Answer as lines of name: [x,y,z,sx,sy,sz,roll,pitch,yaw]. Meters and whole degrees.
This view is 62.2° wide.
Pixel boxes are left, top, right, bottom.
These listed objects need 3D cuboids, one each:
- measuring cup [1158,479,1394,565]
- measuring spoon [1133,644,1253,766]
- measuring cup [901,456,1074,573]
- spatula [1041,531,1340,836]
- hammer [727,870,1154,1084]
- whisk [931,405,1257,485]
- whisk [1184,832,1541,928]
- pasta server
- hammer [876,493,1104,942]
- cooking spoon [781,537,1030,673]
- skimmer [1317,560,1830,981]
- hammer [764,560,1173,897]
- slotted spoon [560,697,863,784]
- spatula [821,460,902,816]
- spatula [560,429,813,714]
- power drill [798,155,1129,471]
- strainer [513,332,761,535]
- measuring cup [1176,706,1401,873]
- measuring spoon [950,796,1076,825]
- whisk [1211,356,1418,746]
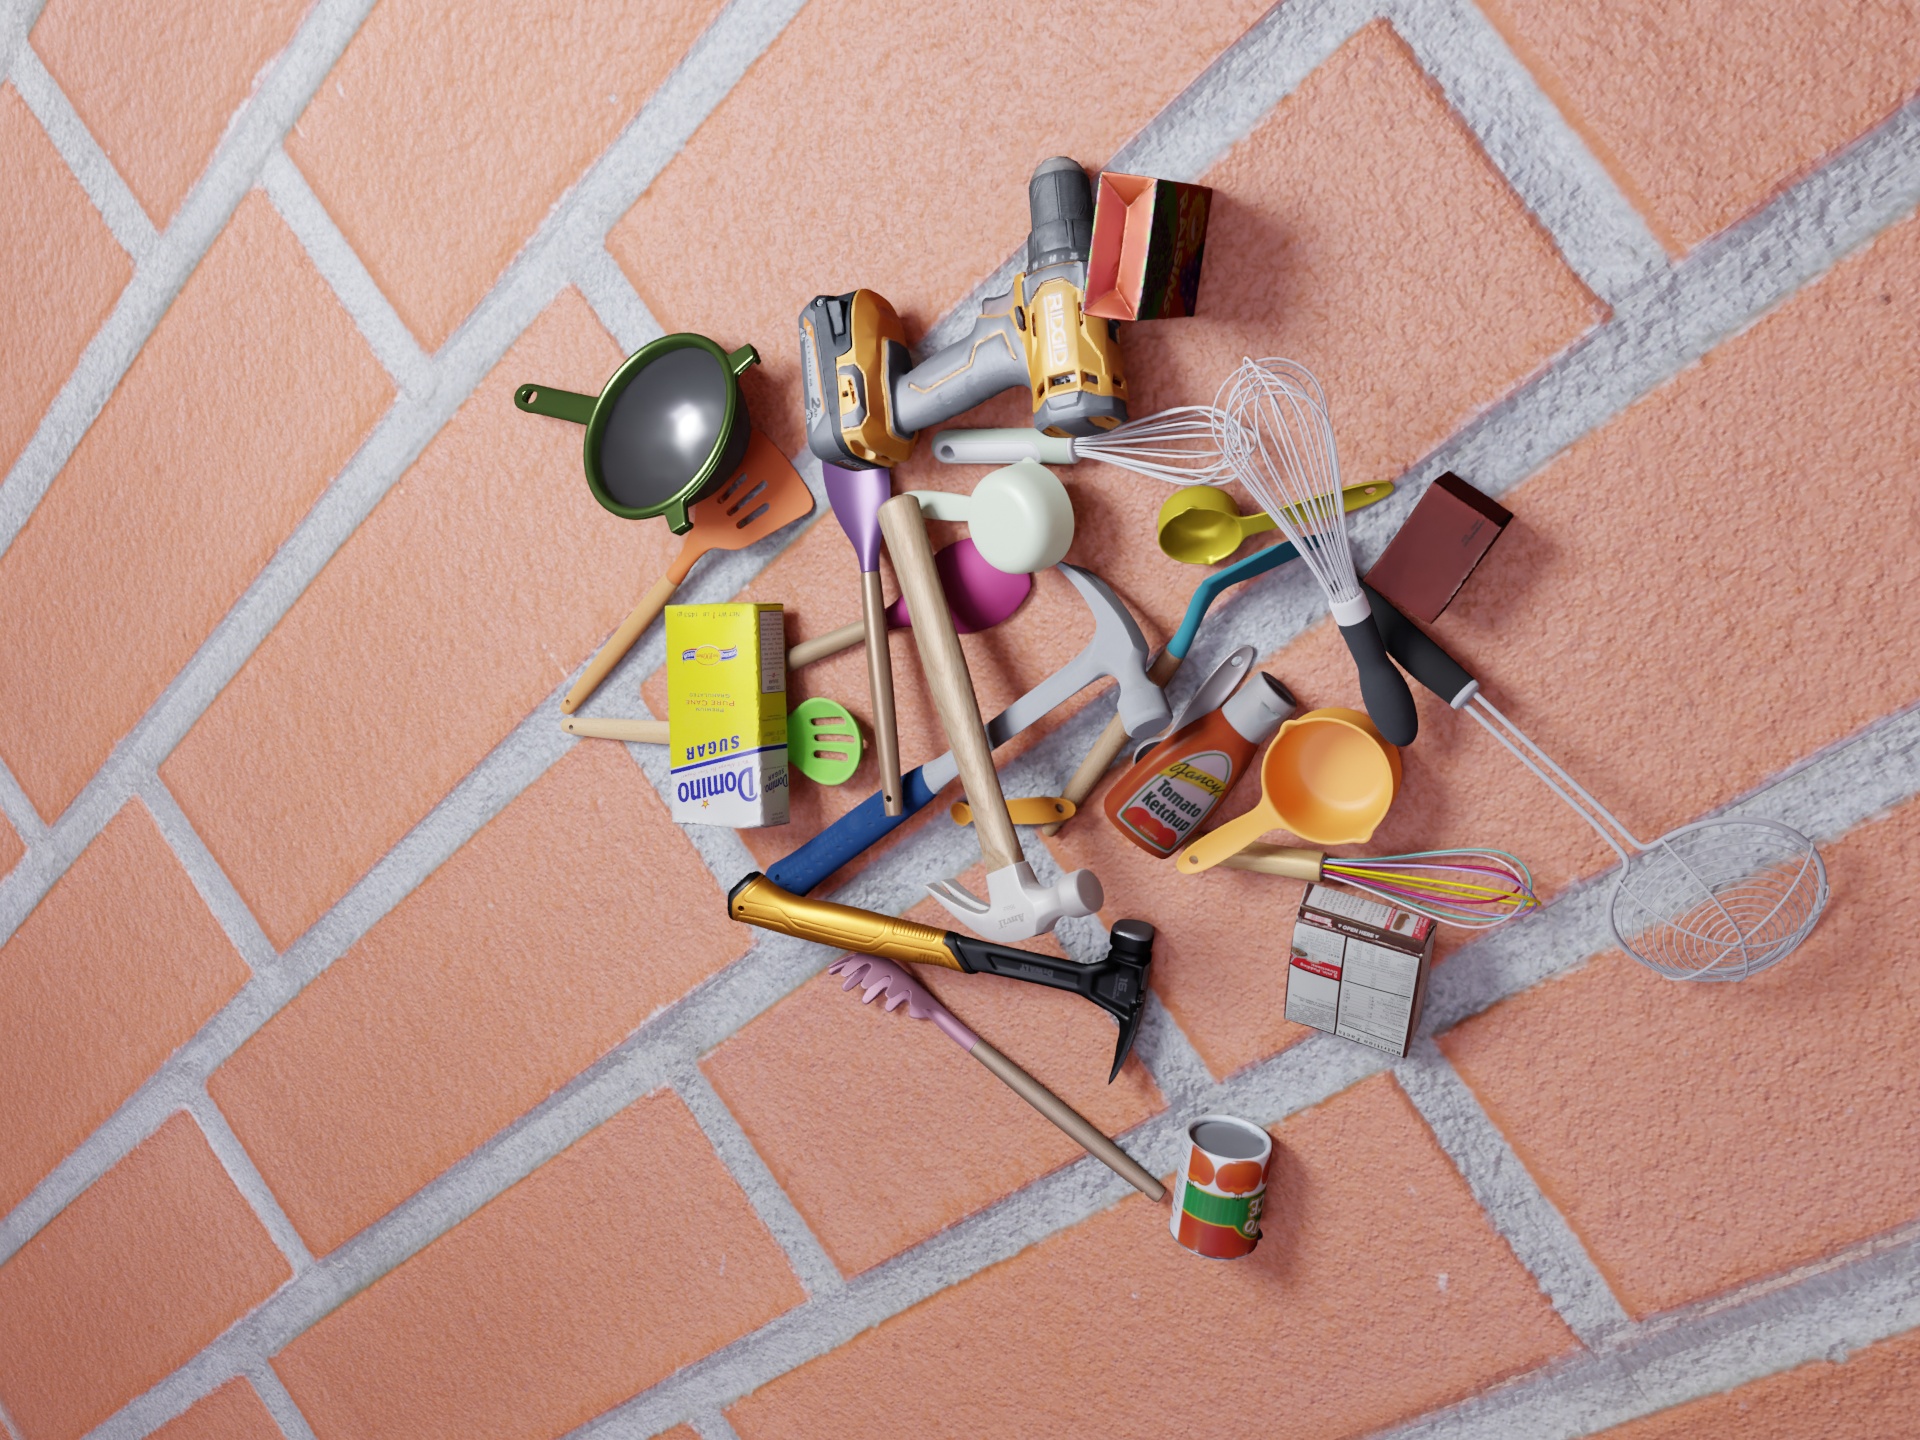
measuring cup: [0.207,-0.144,1.058,0.156,0.062,0.029,-13,53,16]
measuring spoon: [0.165,-0.008,1.126,0.034,0.018,0.124,29,113,-19]
measuring cup: [0.005,-0.146,1.132,0.168,0.038,0.083,13,116,41]
spatula: [0.144,-0.021,1.113,0.044,0.082,0.317,47,125,22]
hammer: [-0.023,0.181,1.230,0.337,0.034,0.127,12,109,14]
whisk: [0.086,-0.189,1.099,0.246,0.059,0.057,5,133,30]
whisk: [0.269,0.102,1.086,0.245,0.047,0.051,7,108,29]
pasta server: [0.028,0.281,1.261,0.316,0.040,0.060,37,161,11]
hammer: [-0.002,-0.004,1.132,0.130,0.031,0.331,-27,75,38]
cooking spoon: [-0.084,-0.066,1.234,0.319,0.017,0.069,-20,93,30]
skimmer: [0.378,0.021,1.016,0.363,0.090,0.127,47,124,20]
hammer: [-0.016,0.034,1.199,0.405,0.035,0.144,-36,60,35]
slotted spoon: [-0.208,0.011,1.315,0.314,0.031,0.070,3,101,28]
spatula: [-0.067,-0.085,1.194,0.060,0.018,0.316,-7,89,30]
spatula: [-0.241,-0.103,1.304,0.081,0.041,0.322,52,124,7]
power drill: [0.002,-0.273,1.093,0.226,0.084,0.185,-7,84,27]
strainer: [-0.253,-0.228,1.251,0.256,0.069,0.151,18,85,37]
measuring cup: [0.223,0.056,1.092,0.173,0.052,0.095,-36,86,32]
measuring spoon: [0.040,0.067,1.201,0.117,0.011,0.021,-5,106,38]
whisk: [0.229,-0.098,0.981,0.070,0.070,0.284,-14,120,29]
